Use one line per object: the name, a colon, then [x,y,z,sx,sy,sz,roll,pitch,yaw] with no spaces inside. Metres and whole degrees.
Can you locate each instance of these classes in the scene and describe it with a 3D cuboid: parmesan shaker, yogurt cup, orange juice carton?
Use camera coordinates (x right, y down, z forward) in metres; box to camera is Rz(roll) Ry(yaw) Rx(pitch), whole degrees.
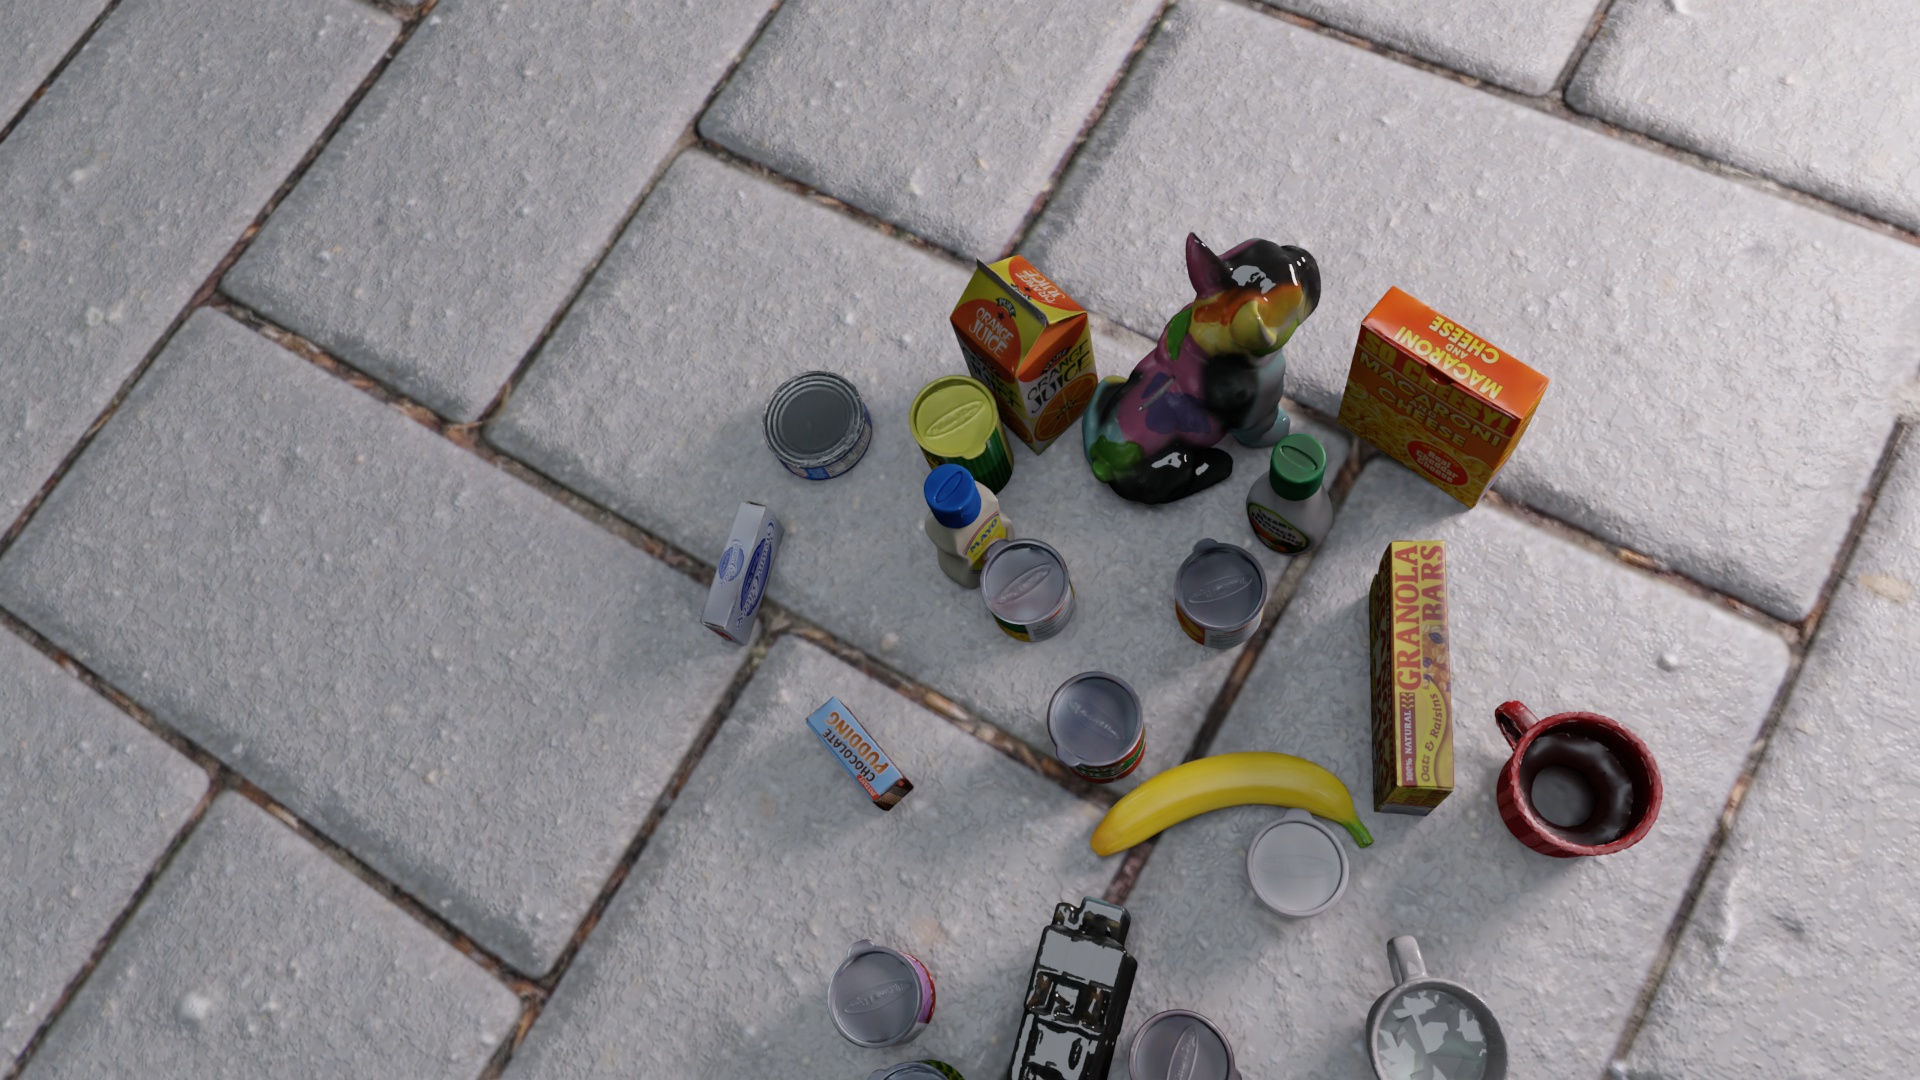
parmesan shaker: [0.004,-0.074,1.069,0.071,0.103,0.071,-3,71,9]
yogurt cup: [0.229,0.226,0.952,0.072,0.053,0.072,-3,71,9]
orange juice carton: [0.049,-0.144,1.038,0.073,0.192,0.072,-43,70,-6]

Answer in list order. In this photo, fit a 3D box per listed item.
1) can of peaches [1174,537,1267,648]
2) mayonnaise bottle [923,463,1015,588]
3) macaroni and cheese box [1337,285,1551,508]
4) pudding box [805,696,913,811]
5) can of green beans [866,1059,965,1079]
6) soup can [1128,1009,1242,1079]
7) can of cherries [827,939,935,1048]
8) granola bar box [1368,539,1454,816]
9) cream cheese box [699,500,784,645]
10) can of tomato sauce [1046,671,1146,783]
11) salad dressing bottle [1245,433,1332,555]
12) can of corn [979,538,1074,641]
can of peaches: [0.190,0.039,1.022,0.071,0.058,0.071,-3,71,9]
mayonnaise bottle: [0.004,-0.013,1.024,0.041,0.147,0.065,36,81,19]
macaroni and cheese box: [0.337,-0.097,0.987,0.124,0.166,0.040,37,81,19]
pudding box: [-0.075,0.158,1.030,0.030,0.049,0.084,-41,70,-5]
can of green beans: [-0.027,0.386,0.937,0.071,0.057,0.071,-3,71,9]
soup can: [0.147,0.343,0.909,0.071,0.083,0.071,-3,71,9]
can of cherries: [-0.054,0.315,0.966,0.071,0.058,0.071,-3,71,9]
granola bar box: [0.305,0.096,0.947,0.039,0.124,0.166,1,71,10]
cream cheese box: [-0.170,0.026,1.090,0.024,0.053,0.104,12,73,14]
can of tomato sauce: [0.098,0.137,0.990,0.071,0.083,0.071,-3,71,9]
salad dressing bottle: [0.237,-0.033,0.992,0.064,0.147,0.044,35,80,19]
can of corn: [0.050,0.037,1.047,0.071,0.058,0.071,-3,71,9]
